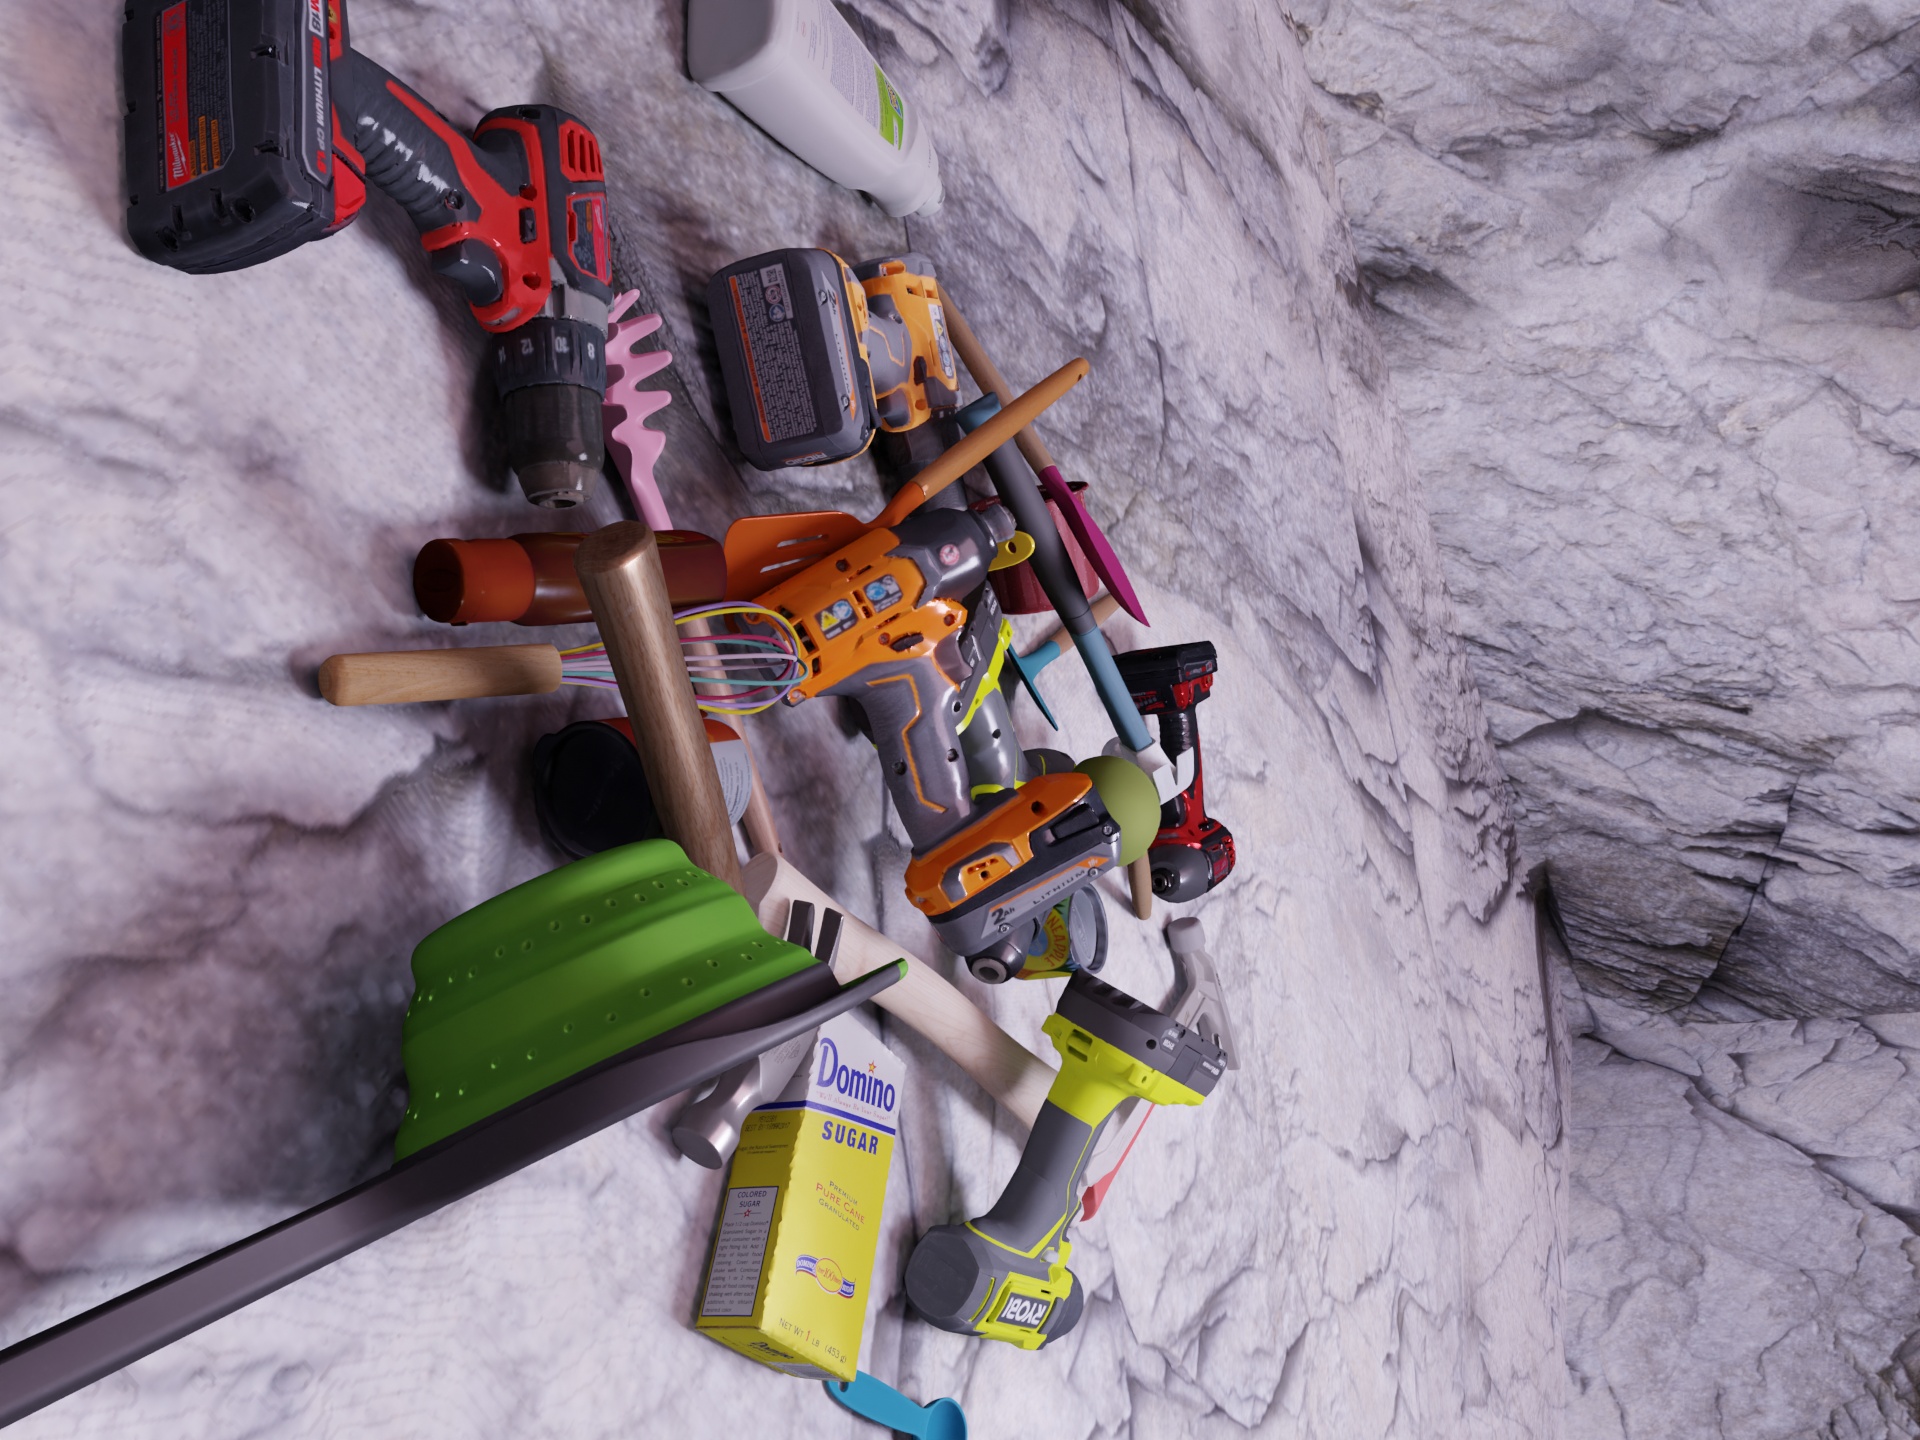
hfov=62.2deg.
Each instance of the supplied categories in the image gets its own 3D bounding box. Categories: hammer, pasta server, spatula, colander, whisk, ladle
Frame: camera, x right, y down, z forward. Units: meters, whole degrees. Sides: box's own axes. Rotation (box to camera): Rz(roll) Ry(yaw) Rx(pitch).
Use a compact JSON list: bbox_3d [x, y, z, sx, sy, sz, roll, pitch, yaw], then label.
[{"bbox_3d":[0.077,-0.077,1.097,0.330,0.033,0.128,62,-10,-25],"label":"hammer"},{"bbox_3d":[-0.139,-0.064,0.835,0.060,0.040,0.316,-57,132,-68],"label":"pasta server"},{"bbox_3d":[0.152,0.295,1.272,0.359,0.037,0.149,-37,114,-61],"label":"hammer"},{"bbox_3d":[-0.114,0.055,0.718,0.130,0.031,0.331,-52,146,-41],"label":"hammer"},{"bbox_3d":[-0.020,-0.151,0.951,0.323,0.041,0.081,-43,154,-38],"label":"spatula"},{"bbox_3d":[-0.198,0.127,0.557,0.397,0.204,0.094,-19,81,-45],"label":"colander"},{"bbox_3d":[-0.164,-0.021,0.713,0.245,0.047,0.051,-6,44,-46],"label":"whisk"},{"bbox_3d":[0.004,0.181,0.976,0.146,0.038,0.410,-57,134,-13],"label":"hammer"},{"bbox_3d":[0.091,-0.066,1.269,0.082,0.044,0.317,59,29,-5],"label":"spatula"},{"bbox_3d":[0.122,0.106,1.201,0.320,0.062,0.078,70,15,-67],"label":"ladle"}]

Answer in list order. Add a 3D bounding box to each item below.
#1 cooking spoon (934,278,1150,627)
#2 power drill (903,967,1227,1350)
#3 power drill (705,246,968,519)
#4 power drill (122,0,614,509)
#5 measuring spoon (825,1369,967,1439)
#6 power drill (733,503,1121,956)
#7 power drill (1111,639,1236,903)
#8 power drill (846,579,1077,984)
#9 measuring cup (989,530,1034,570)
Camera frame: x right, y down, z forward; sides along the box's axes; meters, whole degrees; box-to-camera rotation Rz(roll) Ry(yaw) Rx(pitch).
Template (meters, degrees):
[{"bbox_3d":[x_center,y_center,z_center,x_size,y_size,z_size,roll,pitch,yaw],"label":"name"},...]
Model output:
[{"bbox_3d":[0.048,-0.194,1.115,0.319,0.017,0.068,60,15,18],"label":"cooking spoon"},{"bbox_3d":[0.071,0.282,0.997,0.171,0.080,0.223,38,79,-51],"label":"power drill"},{"bbox_3d":[-0.059,-0.201,0.995,0.226,0.084,0.185,-29,108,-66],"label":"power drill"},{"bbox_3d":[-0.228,-0.199,0.674,0.226,0.080,0.188,11,72,-64],"label":"power drill"},{"bbox_3d":[-0.041,0.391,0.898,0.128,0.021,0.042,44,44,-35],"label":"measuring spoon"},{"bbox_3d":[-0.001,-0.003,0.889,0.226,0.164,0.084,60,-7,-10],"label":"power drill"},{"bbox_3d":[0.182,0.047,1.376,0.143,0.078,0.219,-16,98,-62],"label":"power drill"},{"bbox_3d":[0.011,0.041,1.047,0.228,0.080,0.191,64,30,-34],"label":"power drill"},{"bbox_3d":[-0.023,-0.089,0.940,0.029,0.156,0.062,-30,106,-46],"label":"measuring cup"}]
